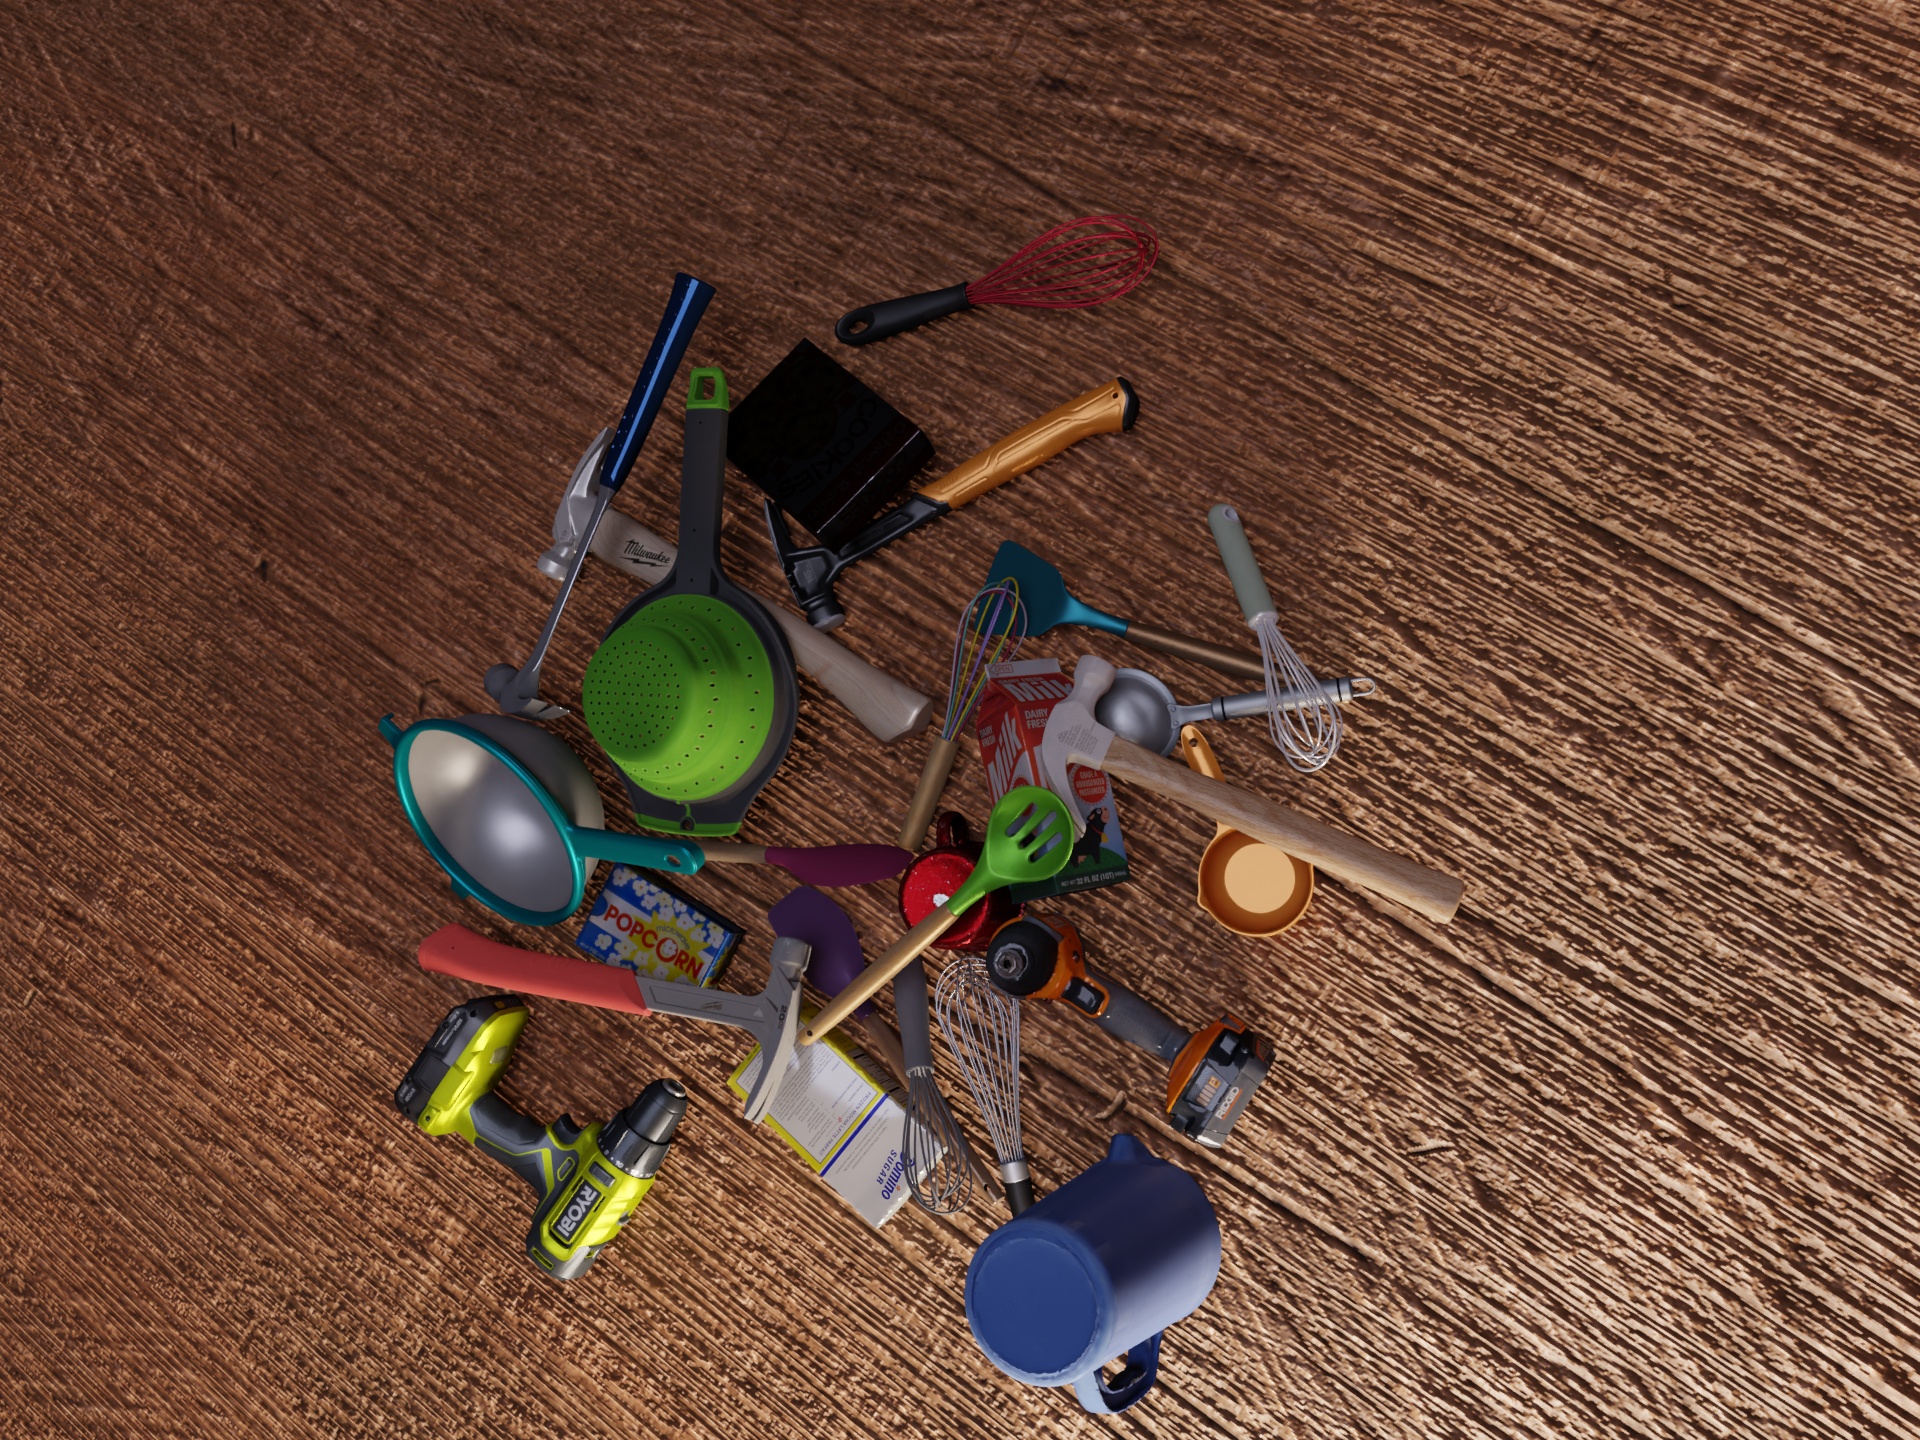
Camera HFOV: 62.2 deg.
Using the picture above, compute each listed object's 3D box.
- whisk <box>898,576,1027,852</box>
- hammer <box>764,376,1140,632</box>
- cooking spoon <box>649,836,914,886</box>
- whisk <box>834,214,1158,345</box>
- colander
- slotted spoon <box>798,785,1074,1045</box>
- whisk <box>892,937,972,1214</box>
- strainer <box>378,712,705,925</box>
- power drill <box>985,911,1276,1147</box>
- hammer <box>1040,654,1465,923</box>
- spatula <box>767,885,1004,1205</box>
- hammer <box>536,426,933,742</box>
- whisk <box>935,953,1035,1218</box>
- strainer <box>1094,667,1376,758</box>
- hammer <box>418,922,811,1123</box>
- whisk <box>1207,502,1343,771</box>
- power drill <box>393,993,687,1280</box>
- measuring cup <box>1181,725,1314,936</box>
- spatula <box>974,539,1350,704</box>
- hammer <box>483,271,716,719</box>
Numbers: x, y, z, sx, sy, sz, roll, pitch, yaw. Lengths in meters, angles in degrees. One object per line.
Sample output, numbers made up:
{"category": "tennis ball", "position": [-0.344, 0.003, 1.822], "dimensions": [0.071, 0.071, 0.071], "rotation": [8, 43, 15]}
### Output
{"category": "whisk", "position": [-0.002, -0.004, 1.313], "dimensions": [0.047, 0.051, 0.245], "rotation": [27, 101, 34]}
{"category": "hammer", "position": [-0.006, -0.204, 1.349], "dimensions": [0.337, 0.034, 0.127], "rotation": [-27, 79, 13]}
{"category": "cooking spoon", "position": [-0.183, 0.112, 1.349], "dimensions": [0.319, 0.069, 0.017], "rotation": [1, 116, 29]}
{"category": "whisk", "position": [0.025, -0.364, 1.345], "dimensions": [0.296, 0.073, 0.073], "rotation": [-10, 82, 22]}
{"category": "colander", "position": [-0.239, -0.102, 1.318], "dimensions": [0.204, 0.094, 0.397], "rotation": [3, 90, 24]}
{"category": "slotted spoon", "position": [-0.024, 0.159, 1.232], "dimensions": [0.313, 0.031, 0.070], "rotation": [-44, 78, 22]}
{"category": "whisk", "position": [-0.029, 0.277, 1.264], "dimensions": [0.055, 0.055, 0.239], "rotation": [-20, 52, 14]}
{"category": "strainer", "position": [-0.330, 0.075, 1.352], "dimensions": [0.340, 0.095, 0.210], "rotation": [6, 124, 32]}
{"category": "power drill", "position": [0.120, 0.224, 1.201], "dimensions": [0.226, 0.164, 0.084], "rotation": [32, 94, 15]}
{"category": "hammer", "position": [0.214, 0.071, 1.194], "dimensions": [0.331, 0.031, 0.130], "rotation": [24, 74, 10]}
{"category": "spatula", "position": [-0.059, 0.263, 1.308], "dimensions": [0.060, 0.018, 0.316], "rotation": [-38, 66, 1]}
{"category": "hammer", "position": [-0.189, -0.108, 1.368], "dimensions": [0.411, 0.038, 0.146], "rotation": [31, 101, 22]}
{"category": "whisk", "position": [0.036, 0.327, 1.275], "dimensions": [0.070, 0.070, 0.284], "rotation": [-14, 86, 15]}
{"category": "strainer", "position": [0.196, -0.009, 1.255], "dimensions": [0.258, 0.050, 0.087], "rotation": [-10, 102, 18]}
{"category": "hammer", "position": [-0.304, 0.233, 1.340], "dimensions": [0.359, 0.036, 0.149], "rotation": [6, 67, 20]}
{"category": "whisk", "position": [0.236, -0.070, 1.227], "dimensions": [0.059, 0.057, 0.247], "rotation": [-49, 46, 44]}
{"category": "power drill", "position": [-0.360, 0.342, 1.383], "dimensions": [0.228, 0.080, 0.190], "rotation": [36, 96, 14]}
{"category": "measuring cup", "position": [0.215, 0.085, 1.242], "dimensions": [0.095, 0.052, 0.174], "rotation": [-25, 77, 11]}
{"category": "spatula", "position": [0.162, -0.067, 1.290], "dimensions": [0.317, 0.044, 0.082], "rotation": [19, 92, 13]}
{"category": "hammer", "position": [-0.302, -0.188, 1.360], "dimensions": [0.144, 0.035, 0.405], "rotation": [28, 95, 56]}
